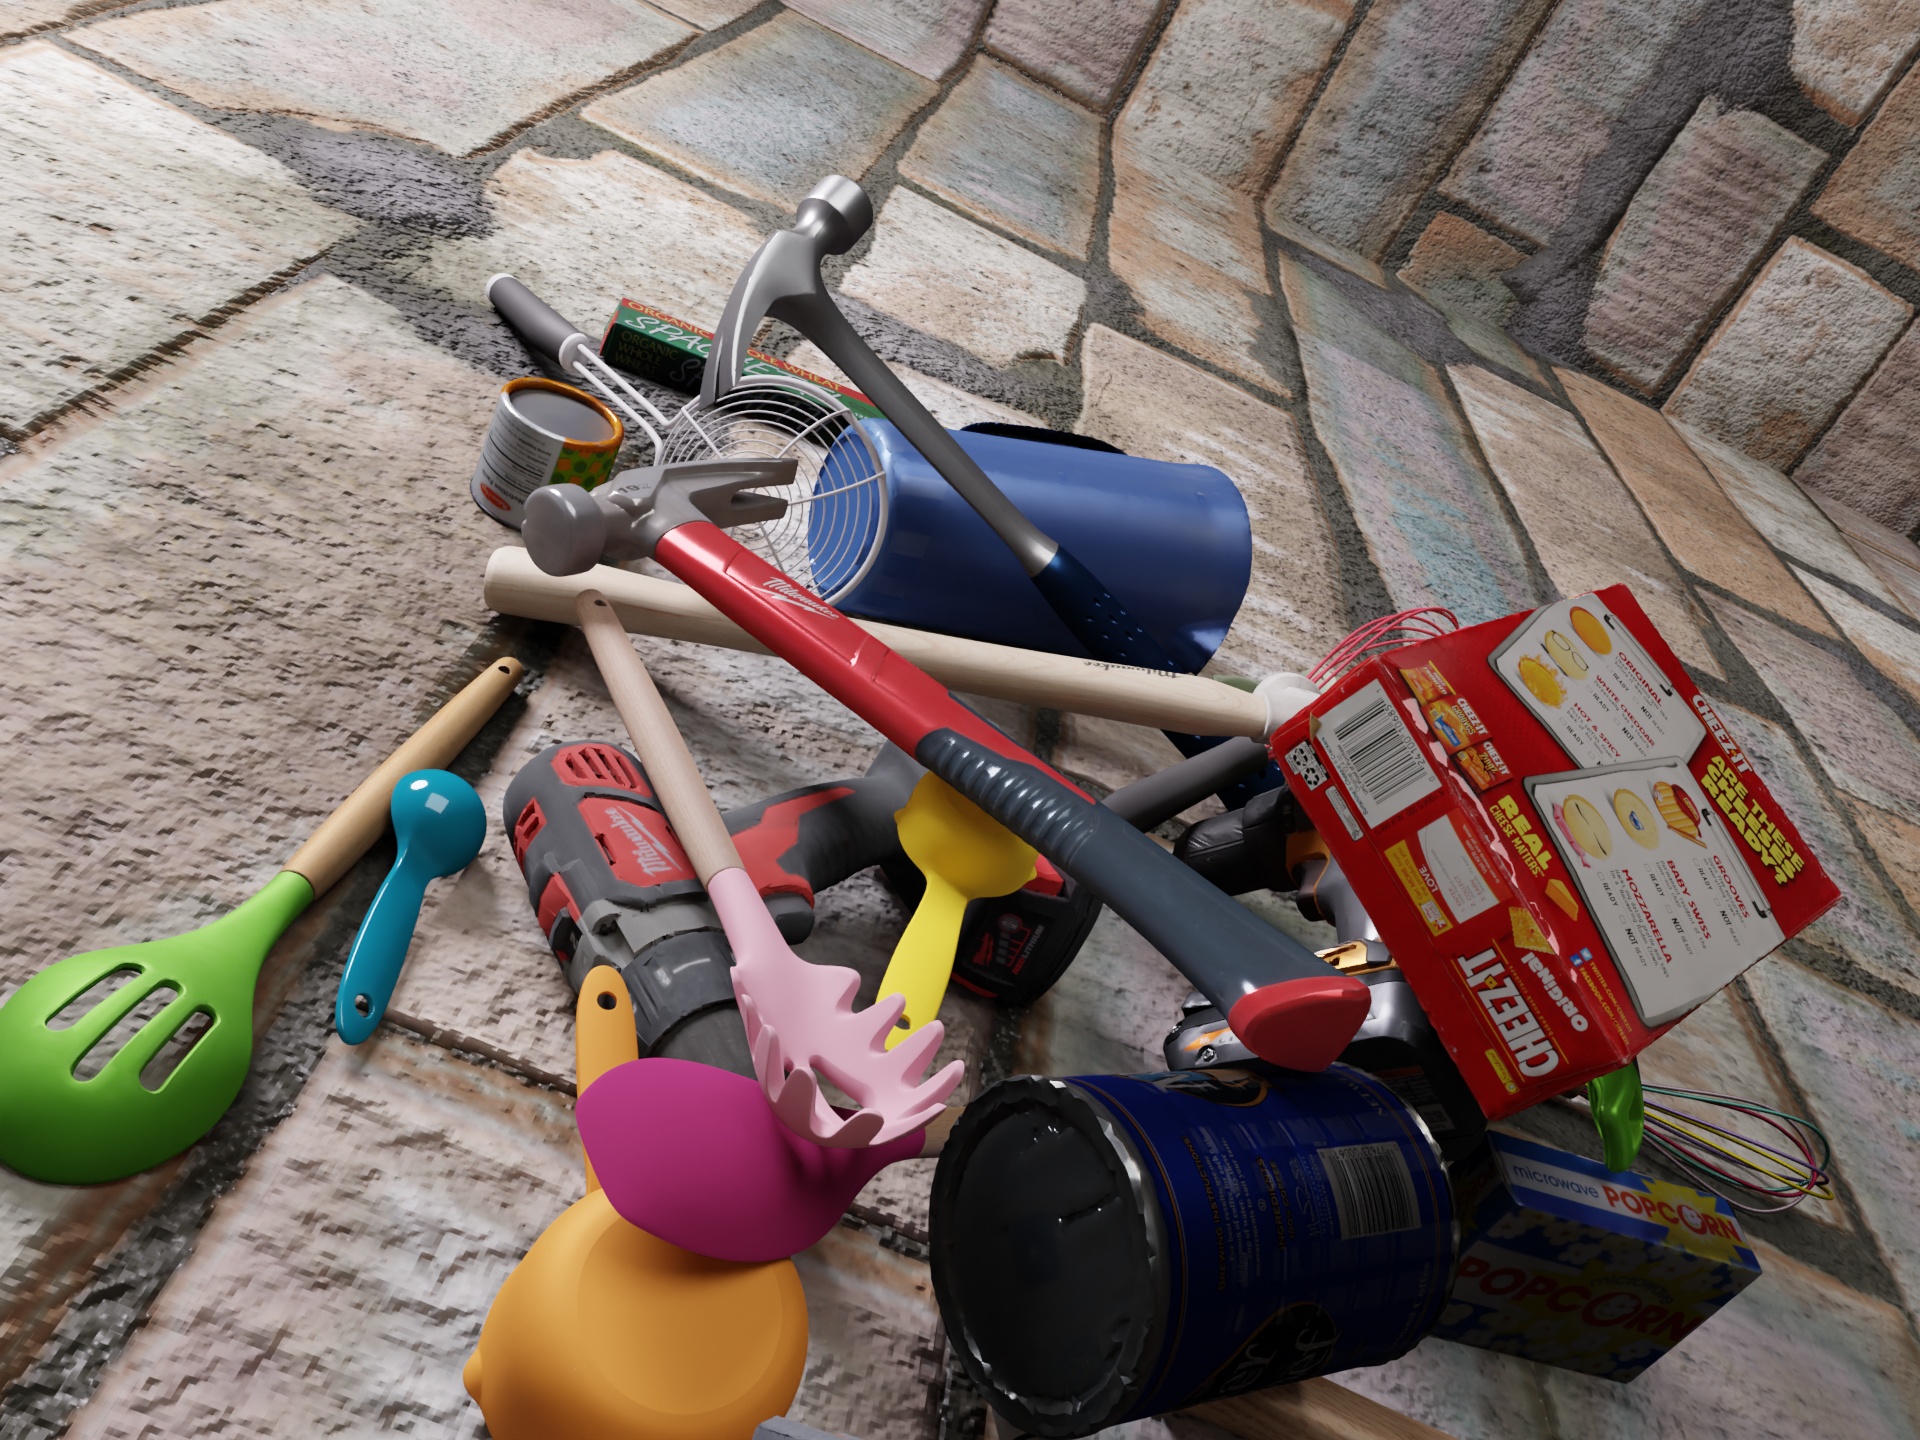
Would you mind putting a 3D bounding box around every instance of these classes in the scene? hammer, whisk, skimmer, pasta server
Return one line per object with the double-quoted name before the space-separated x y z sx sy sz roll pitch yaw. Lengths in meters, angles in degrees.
"hammer" -0.001 -0.002 0.620 0.387 0.038 0.143 36 34 29
"whisk" 0.336 0.192 0.810 0.245 0.051 0.047 23 36 -3
"hammer" 0.033 -0.087 0.831 0.405 0.035 0.144 45 58 -20
"skimmer" -0.174 -0.179 0.914 0.090 0.127 0.364 16 19 -45
"hammer" 0.218 0.293 0.564 0.331 0.031 0.130 26 29 -4
"whisk" 0.171 0.009 0.853 0.296 0.073 0.073 -24 55 -25
"pasta server" -0.088 0.034 0.561 0.060 0.040 0.317 6 32 -34
"hammer" -0.016 -0.028 0.739 0.410 0.038 0.146 10 8 -2

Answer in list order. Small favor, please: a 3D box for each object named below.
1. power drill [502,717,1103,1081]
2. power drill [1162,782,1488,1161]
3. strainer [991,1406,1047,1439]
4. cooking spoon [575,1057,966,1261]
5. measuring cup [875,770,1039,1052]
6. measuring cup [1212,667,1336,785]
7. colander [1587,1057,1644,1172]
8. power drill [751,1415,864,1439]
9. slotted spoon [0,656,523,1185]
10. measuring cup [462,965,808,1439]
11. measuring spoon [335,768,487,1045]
"power drill" -0.048 0.080 0.627 0.226 0.080 0.188 -4 43 -39
"power drill" 0.159 0.096 0.717 0.084 0.185 0.226 56 37 -21
"strainer" 0.024 0.234 0.487 0.087 0.050 0.259 1 34 -16
"cooking spoon" -0.002 0.141 0.549 0.318 0.017 0.069 15 35 -51
"measuring cup" -0.004 0.064 0.584 0.062 0.029 0.157 24 32 -1
"measuring cup" 0.198 0.000 0.994 0.083 0.038 0.167 38 29 16
"colander" 0.276 0.096 0.801 0.094 0.204 0.397 -9 19 20
"power drill" 0.028 0.278 0.354 0.226 0.084 0.164 25 63 -5
"slotted spoon" -0.229 0.045 0.574 0.070 0.031 0.314 33 28 -6
"measuring cup" -0.095 0.141 0.475 0.095 0.052 0.174 8 51 -28
"measuring spoon" -0.193 0.063 0.568 0.042 0.021 0.129 56 20 -33
